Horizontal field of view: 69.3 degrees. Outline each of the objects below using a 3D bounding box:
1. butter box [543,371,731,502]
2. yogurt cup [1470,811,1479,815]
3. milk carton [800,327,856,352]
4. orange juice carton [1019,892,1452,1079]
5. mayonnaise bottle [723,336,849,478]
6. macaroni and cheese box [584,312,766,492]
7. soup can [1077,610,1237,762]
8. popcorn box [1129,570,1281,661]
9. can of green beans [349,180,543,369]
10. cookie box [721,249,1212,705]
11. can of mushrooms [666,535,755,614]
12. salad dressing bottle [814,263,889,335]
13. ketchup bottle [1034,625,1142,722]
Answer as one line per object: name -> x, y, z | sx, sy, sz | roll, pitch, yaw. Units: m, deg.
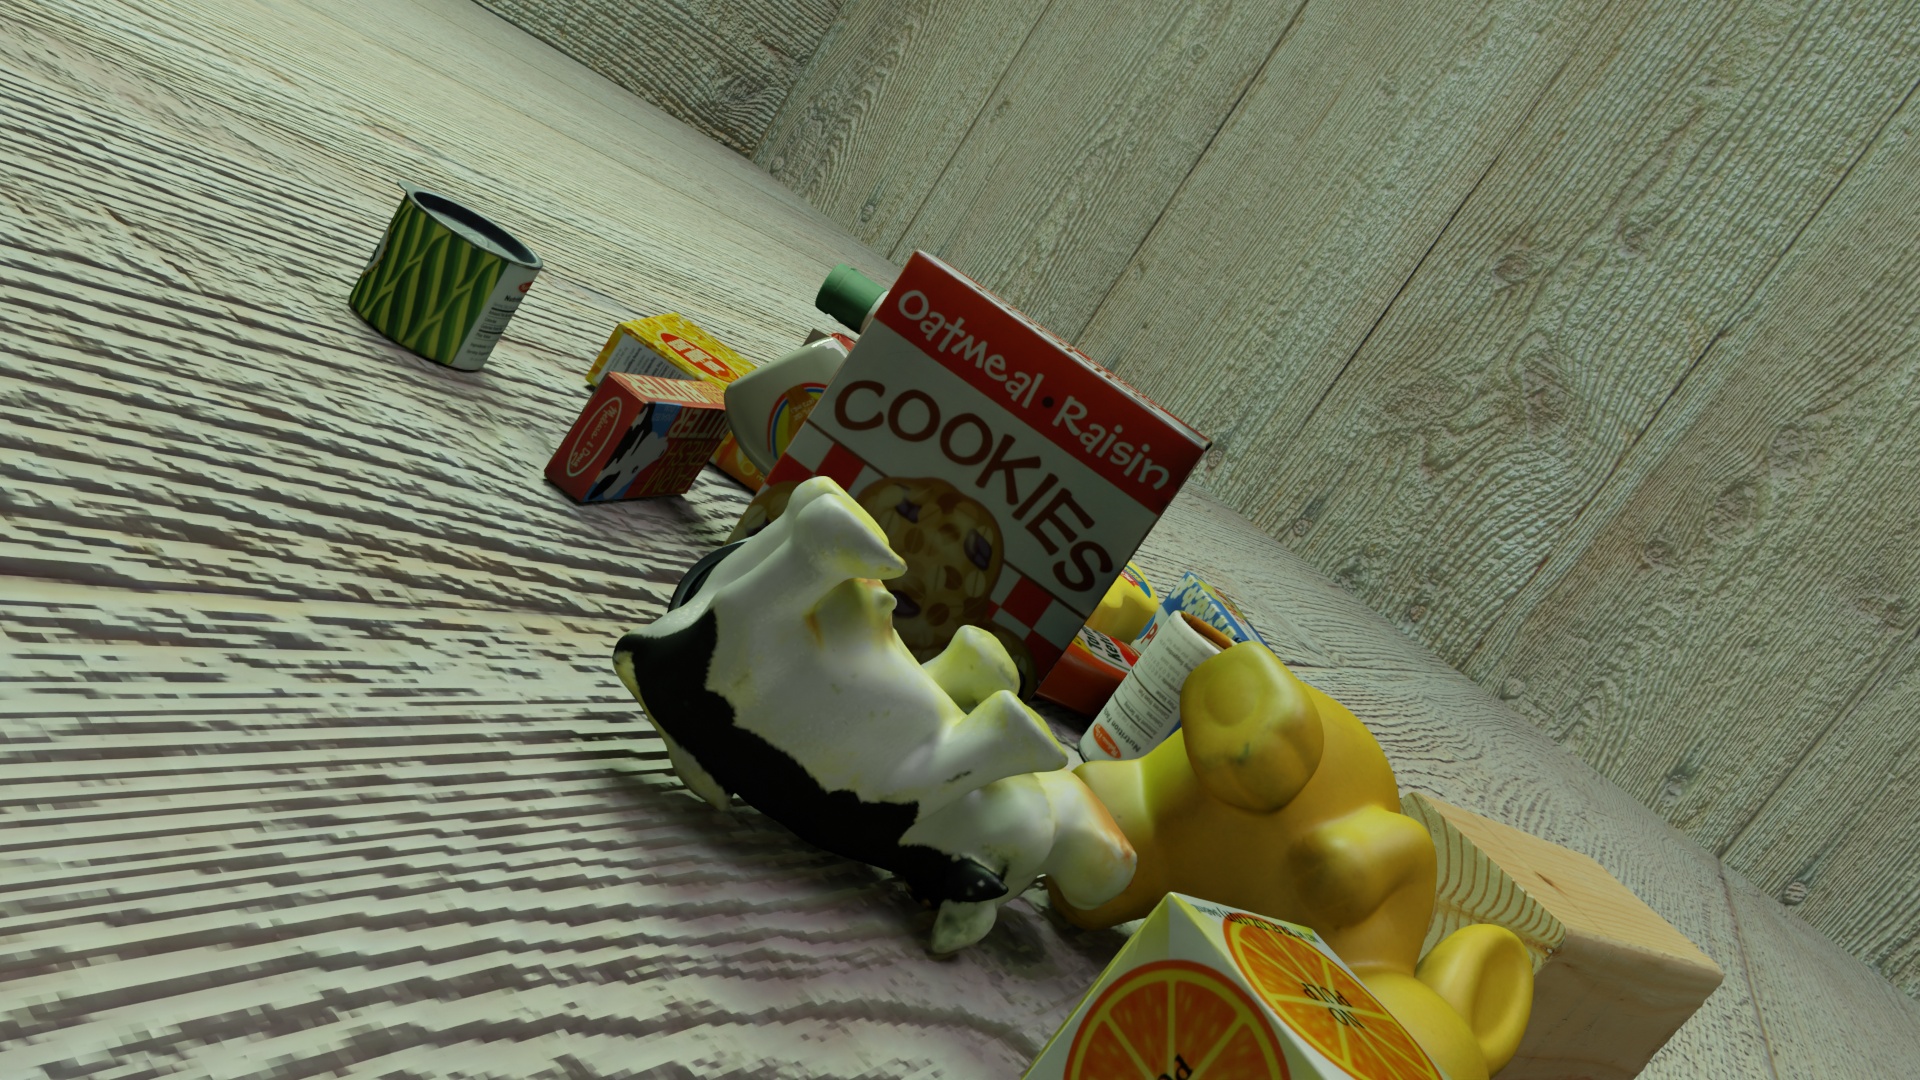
butter box -> -0.138, -0.045, 0.615 | 0.024, 0.053, 0.103 | 38, 12, 9
yogurt cup -> 0.287, 0.196, 0.784 | 0.054, 0.072, 0.072 | 43, 12, 6
milk carton -> -0.049, -0.081, 0.968 | 0.190, 0.072, 0.073 | 25, 13, -42
orange juice carton -> 0.101, 0.176, 0.316 | 0.072, 0.073, 0.193 | 25, 15, -41
mayonnaise bottle -> -0.048, -0.014, 0.623 | 0.148, 0.065, 0.041 | 62, -10, 3
macaroni and cheese box -> -0.117, -0.067, 0.793 | 0.166, 0.040, 0.124 | 33, 11, -5
soup can -> 0.110, 0.087, 0.682 | 0.071, 0.083, 0.071 | 33, 10, -7
popcorn box -> 0.129, 0.076, 0.777 | 0.038, 0.085, 0.127 | 33, 11, -11
can of green beans -> -0.235, -0.120, 0.637 | 0.071, 0.057, 0.071 | 33, 11, -7
cookie box -> -0.008, -0.001, 0.504 | 0.123, 0.167, 0.040 | 35, 10, 6
can of mushrooms -> -0.063, 0.033, 0.474 | 0.071, 0.071, 0.033 | 35, 10, 2
salad dressing bottle -> -0.030, -0.138, 0.959 | 0.148, 0.044, 0.064 | 33, 10, 3
ketchup bottle -> 0.033, 0.053, 0.711 | 0.149, 0.043, 0.065 | 26, 12, -32
